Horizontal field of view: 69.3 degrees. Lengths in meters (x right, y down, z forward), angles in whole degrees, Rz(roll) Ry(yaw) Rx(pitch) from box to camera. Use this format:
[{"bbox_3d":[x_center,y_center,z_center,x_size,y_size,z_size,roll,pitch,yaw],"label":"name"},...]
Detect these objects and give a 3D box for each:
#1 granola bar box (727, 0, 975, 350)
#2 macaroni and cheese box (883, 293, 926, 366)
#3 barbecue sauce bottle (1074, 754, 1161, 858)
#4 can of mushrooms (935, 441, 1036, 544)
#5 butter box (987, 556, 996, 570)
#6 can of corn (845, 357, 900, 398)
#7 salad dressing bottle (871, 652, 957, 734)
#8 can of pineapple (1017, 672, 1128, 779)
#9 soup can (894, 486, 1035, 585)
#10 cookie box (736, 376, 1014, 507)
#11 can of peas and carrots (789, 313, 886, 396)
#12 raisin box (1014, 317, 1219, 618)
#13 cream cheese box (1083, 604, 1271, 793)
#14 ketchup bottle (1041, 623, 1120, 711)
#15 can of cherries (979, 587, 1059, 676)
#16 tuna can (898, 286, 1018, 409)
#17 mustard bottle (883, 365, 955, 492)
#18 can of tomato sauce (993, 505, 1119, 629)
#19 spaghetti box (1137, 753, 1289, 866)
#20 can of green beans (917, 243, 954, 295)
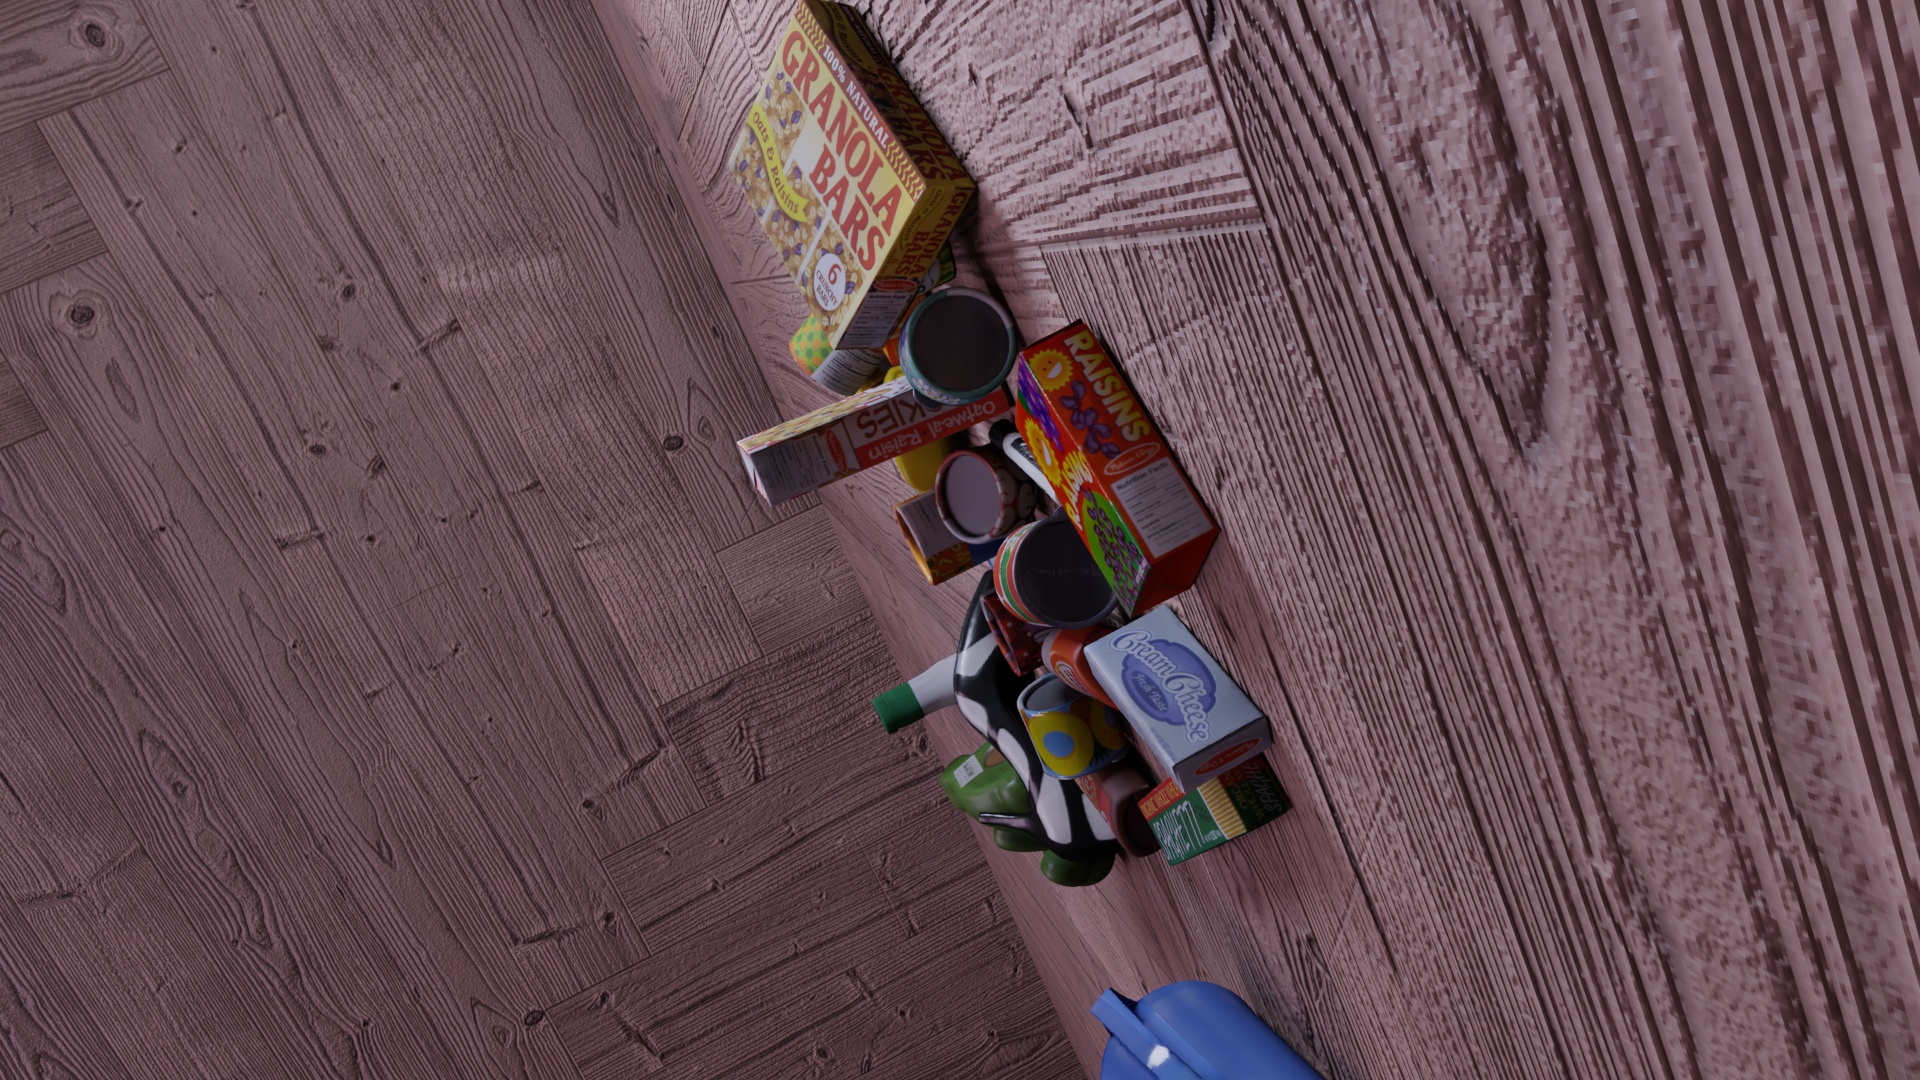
[{"bbox_3d":[-0.067,-0.211,0.803,0.123,0.039,0.166,-54,54,39],"label":"granola bar box"},{"bbox_3d":[-0.068,-0.223,0.976,0.124,0.040,0.165,59,170,37],"label":"macaroni and cheese box"},{"bbox_3d":[0.109,0.176,1.055,0.064,0.044,0.149,68,172,-27],"label":"barbecue sauce bottle"},{"bbox_3d":[0.016,-0.034,0.935,0.071,0.033,0.071,14,110,43],"label":"can of mushrooms"},{"bbox_3d":[0.024,-0.009,1.095,0.104,0.024,0.053,60,170,25],"label":"butter box"},{"bbox_3d":[-0.064,-0.128,1.134,0.058,0.071,0.070,57,169,38],"label":"can of corn"},{"bbox_3d":[-0.009,0.131,1.287,0.044,0.148,0.064,63,172,10],"label":"salad dressing bottle"},{"bbox_3d":[0.083,0.132,1.017,0.057,0.071,0.071,67,171,-17],"label":"can of pineapple"},{"bbox_3d":[0.004,-0.013,1.005,0.071,0.084,0.071,62,172,16],"label":"soup can"},{"bbox_3d":[-0.060,-0.075,0.924,0.123,0.168,0.040,-150,39,-76],"label":"cookie box"},{"bbox_3d":[-0.090,-0.155,1.073,0.071,0.058,0.071,36,-159,-16],"label":"can of peas and carrots"},{"bbox_3d":[0.072,-0.033,0.674,0.123,0.040,0.086,60,172,18],"label":"raisin box"},{"bbox_3d":[0.110,0.080,0.721,0.104,0.053,0.024,54,169,51],"label":"cream cheese box"},{"bbox_3d":[0.085,0.076,0.884,0.065,0.043,0.149,37,175,-7],"label":"ketchup bottle"},{"bbox_3d":[0.054,0.058,0.987,0.071,0.058,0.071,62,171,17],"label":"can of cherries"},{"bbox_3d":[-0.003,-0.110,0.800,0.071,0.071,0.033,65,171,-3],"label":"tuna can"},{"bbox_3d":[-0.029,-0.076,1.106,0.159,0.049,0.065,78,-170,-61],"label":"mustard bottle"},{"bbox_3d":[0.057,0.017,0.826,0.071,0.071,0.083,64,172,-1],"label":"can of tomato sauce"},{"bbox_3d":[0.145,0.159,0.830,0.050,0.029,0.249,63,171,15],"label":"spaghetti box"},{"bbox_3d":[-0.043,-0.183,0.877,0.071,0.058,0.071,62,171,17],"label":"can of green beans"}]
